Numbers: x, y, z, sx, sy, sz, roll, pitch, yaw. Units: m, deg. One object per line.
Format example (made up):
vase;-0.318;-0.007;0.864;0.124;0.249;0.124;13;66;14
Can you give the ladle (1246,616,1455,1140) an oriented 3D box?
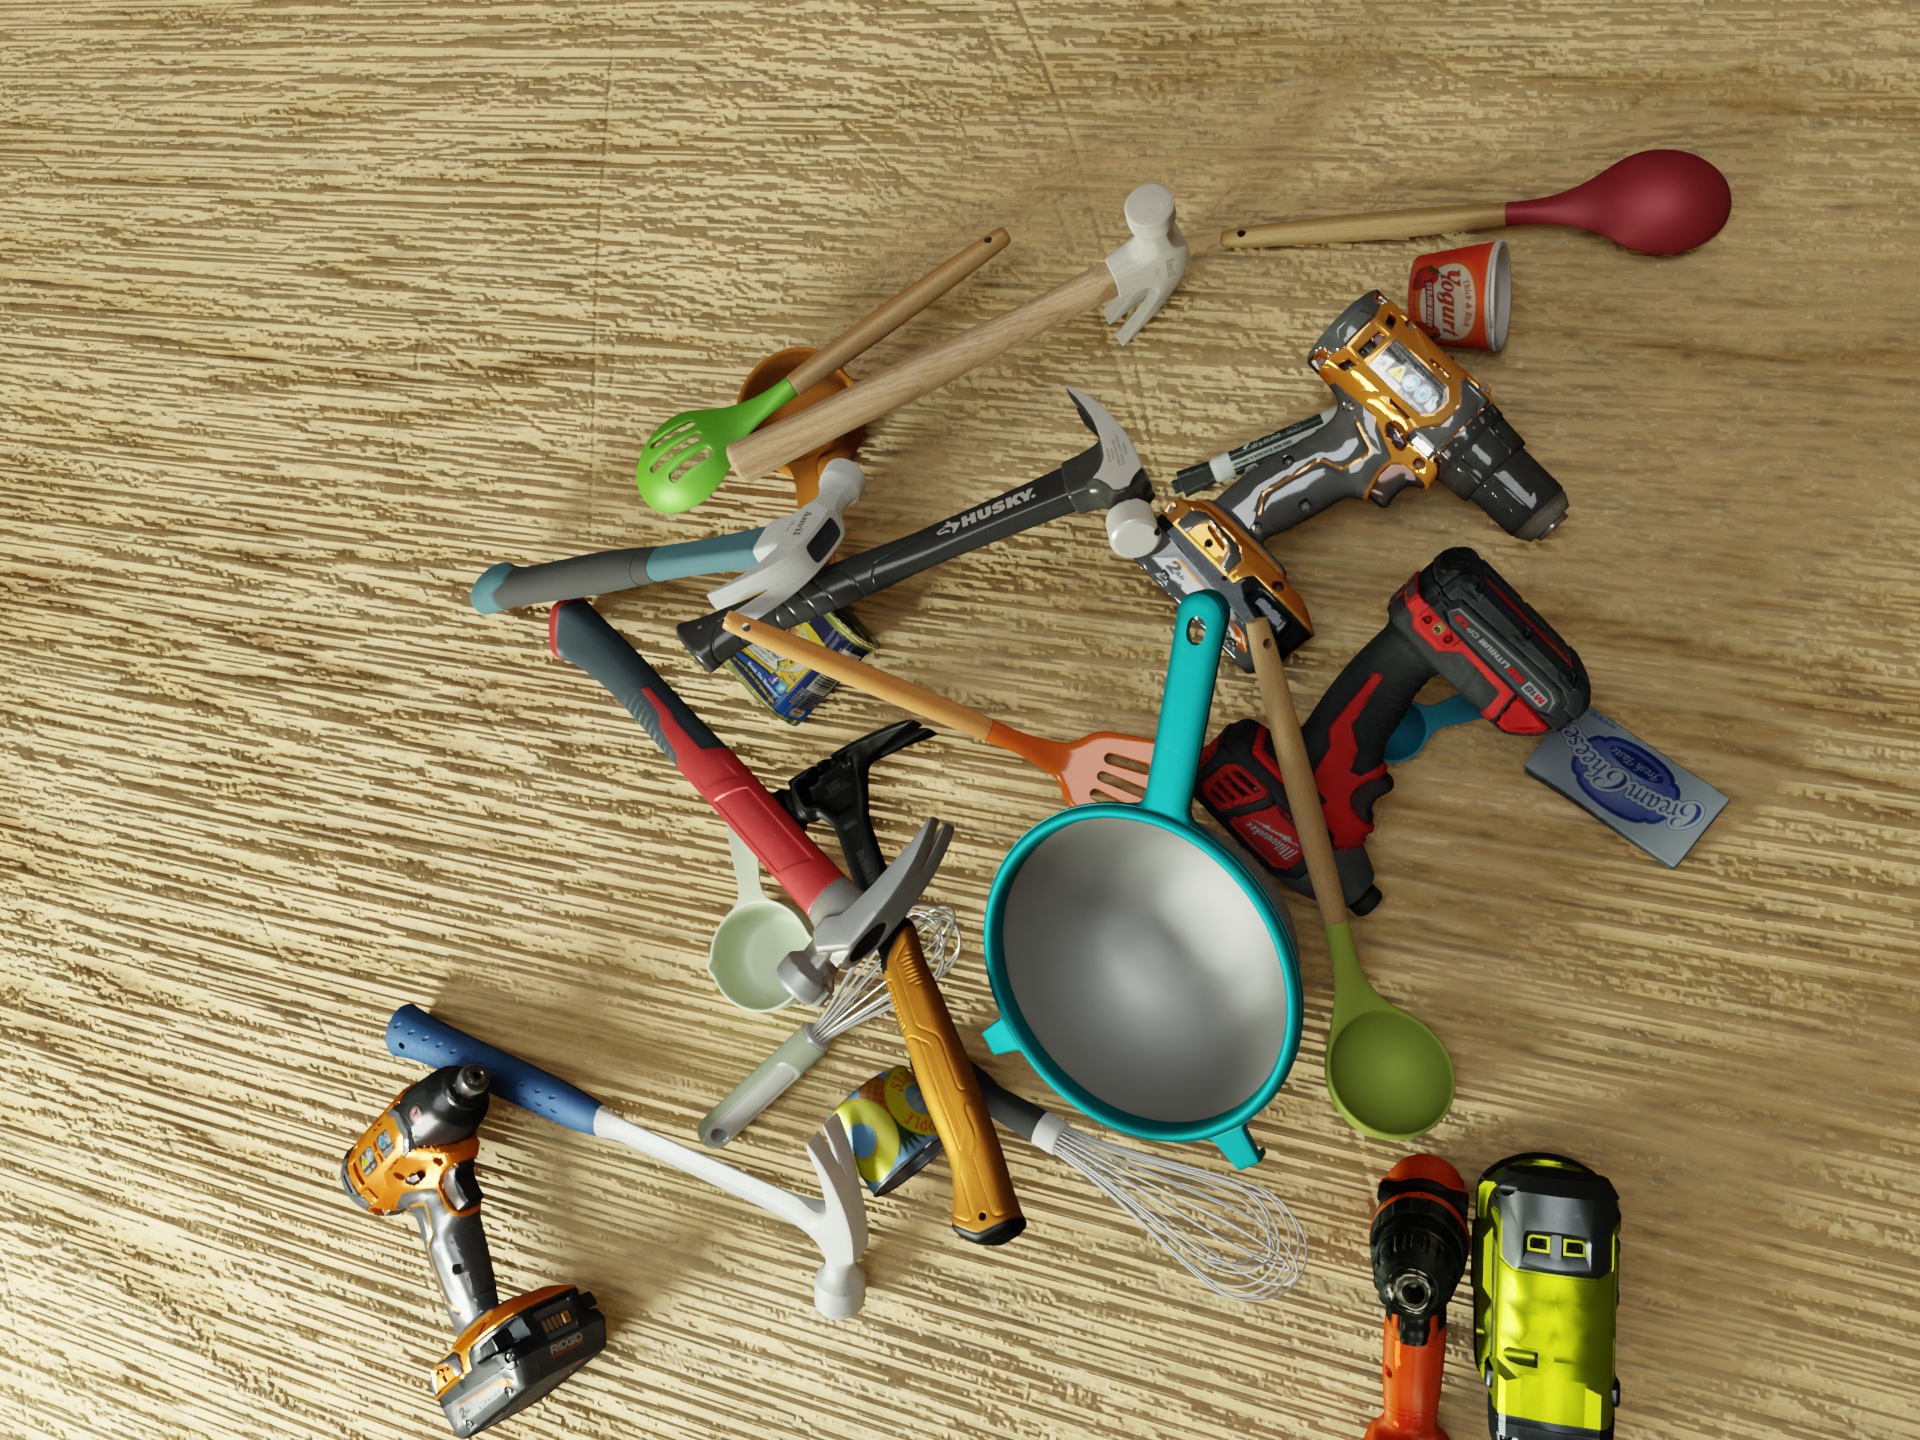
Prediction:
ladle;0.217;0.094;0.921;0.078;0.062;0.320;-20;102;-16

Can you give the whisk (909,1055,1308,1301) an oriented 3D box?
whisk;0.084;0.276;0.999;0.285;0.070;0.070;24;90;25

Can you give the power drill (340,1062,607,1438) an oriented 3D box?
power drill;-0.335;0.353;1.095;0.164;0.084;0.227;-45;68;32

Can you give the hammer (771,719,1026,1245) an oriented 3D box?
hammer;-0.024;0.161;1.002;0.127;0.034;0.337;-31;61;16

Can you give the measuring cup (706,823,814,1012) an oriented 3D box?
measuring cup;-0.139;0.120;1.110;0.083;0.038;0.168;-15;75;16

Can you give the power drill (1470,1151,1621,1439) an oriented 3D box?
power drill;0.304;0.313;0.826;0.080;0.223;0.171;2;82;19

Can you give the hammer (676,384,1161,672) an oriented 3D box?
hammer;-0.037;-0.110;1.042;0.335;0.035;0.146;-21;47;14

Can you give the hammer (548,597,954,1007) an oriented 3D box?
hammer;-0.165;0.016;1.089;0.143;0.038;0.387;-50;57;4

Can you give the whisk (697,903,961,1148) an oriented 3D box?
whisk;-0.091;0.209;1.075;0.246;0.059;0.057;-44;112;12

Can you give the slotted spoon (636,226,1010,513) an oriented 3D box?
slotted spoon;-0.097;-0.249;1.104;0.314;0.031;0.070;-35;69;1

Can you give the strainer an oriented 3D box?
strainer;0.133;0.081;0.950;0.211;0.095;0.340;19;112;30

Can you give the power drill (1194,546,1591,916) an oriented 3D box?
power drill;0.255;0.015;0.947;0.143;0.078;0.219;45;115;-1

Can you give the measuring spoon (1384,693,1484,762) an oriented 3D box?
measuring spoon;0.310;-0.009;0.989;0.128;0.021;0.042;-18;99;6

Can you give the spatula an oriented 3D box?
spatula;-0.002;-0.003;1.031;0.322;0.041;0.081;23;89;-10

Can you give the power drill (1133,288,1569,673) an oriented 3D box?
power drill;0.242;-0.127;0.989;0.226;0.084;0.185;-45;81;7

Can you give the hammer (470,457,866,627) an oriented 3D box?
hammer;-0.221;-0.109;1.115;0.331;0.033;0.128;-4;46;34

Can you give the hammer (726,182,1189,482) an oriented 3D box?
hammer;-0.003;-0.241;1.058;0.331;0.130;0.031;-25;74;7

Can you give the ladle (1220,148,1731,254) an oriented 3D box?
ladle;0.325;-0.325;1.028;0.315;0.031;0.069;1;81;21

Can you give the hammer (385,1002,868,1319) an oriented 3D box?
hammer;-0.239;0.275;1.099;0.406;0.035;0.144;16;119;25

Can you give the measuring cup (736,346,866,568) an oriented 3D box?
measuring cup;-0.103;-0.177;1.134;0.095;0.052;0.174;-15;77;13
